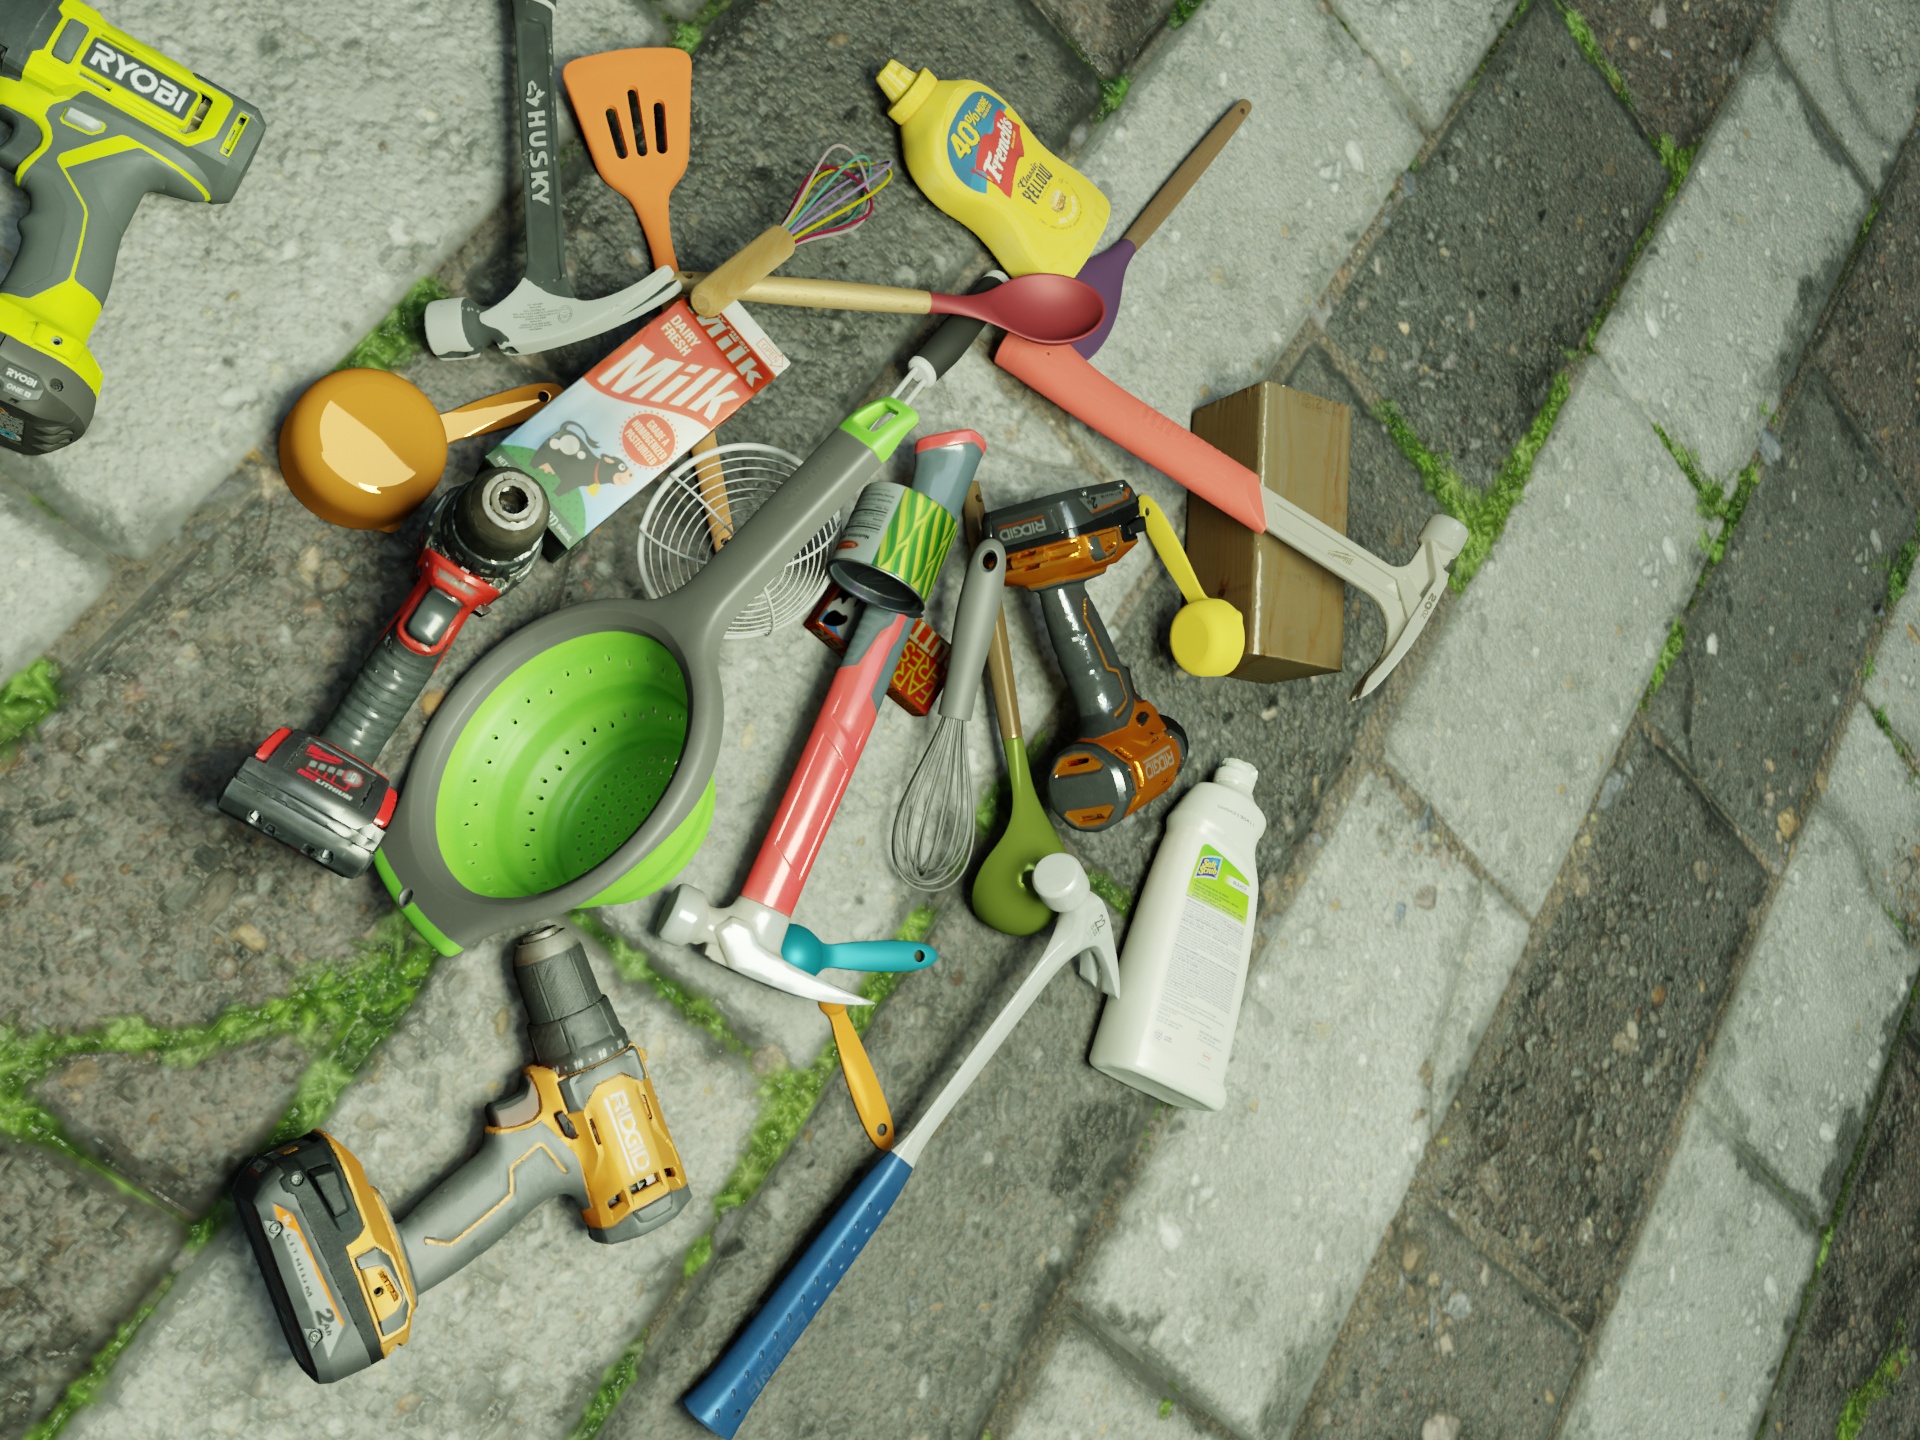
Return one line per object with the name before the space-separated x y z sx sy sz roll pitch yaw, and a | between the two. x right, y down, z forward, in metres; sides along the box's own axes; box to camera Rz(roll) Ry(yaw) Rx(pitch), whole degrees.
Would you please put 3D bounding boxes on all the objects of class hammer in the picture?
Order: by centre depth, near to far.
hammer | -0.254 -0.421 0.965 0.149 0.036 0.409 -5 81 4
hammer | -0.028 0.276 1.021 0.405 0.035 0.143 -51 142 -17
hammer | -0.053 -0.011 1.029 0.143 0.038 0.386 27 75 -17
hammer | 0.177 -0.166 1.136 0.359 0.036 0.149 33 81 2

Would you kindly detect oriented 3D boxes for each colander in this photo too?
colander | -0.153 -0.020 0.917 0.397 0.205 0.094 -47 141 -6

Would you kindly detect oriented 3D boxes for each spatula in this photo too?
spatula | -0.181 -0.259 1.013 0.081 0.041 0.322 -12 92 -14
spatula | 0.145 -0.381 1.230 0.059 0.018 0.316 44 66 -19

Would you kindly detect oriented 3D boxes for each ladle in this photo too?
ladle | -0.045 -0.280 1.057 0.315 0.031 0.069 -3 56 -27
ladle | 0.024 -0.010 1.113 0.078 0.062 0.320 -2 79 -38

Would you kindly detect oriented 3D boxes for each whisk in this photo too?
whisk | -0.109 -0.314 1.020 0.047 0.051 0.245 32 44 0
whisk | -0.001 -0.003 1.058 0.055 0.055 0.239 10 94 -29

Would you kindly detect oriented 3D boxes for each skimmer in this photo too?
skimmer | -0.076 -0.196 1.061 0.363 0.090 0.127 -57 131 -37

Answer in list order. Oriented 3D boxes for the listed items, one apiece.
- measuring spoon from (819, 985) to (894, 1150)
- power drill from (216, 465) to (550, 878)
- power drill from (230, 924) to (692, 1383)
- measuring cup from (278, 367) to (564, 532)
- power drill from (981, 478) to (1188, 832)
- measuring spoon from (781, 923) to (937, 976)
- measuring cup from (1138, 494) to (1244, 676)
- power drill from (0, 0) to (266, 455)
measuring spoon | -0.066 0.229 1.043 0.021 0.011 0.117 -23 96 -30
power drill | -0.293 -0.033 0.841 0.080 0.188 0.227 34 73 -19
power drill | -0.276 0.233 0.883 0.226 0.084 0.185 -21 95 -35
measuring cup | -0.304 -0.172 0.924 0.173 0.052 0.095 -26 98 -28
power drill | 0.101 -0.049 1.122 0.164 0.084 0.226 -22 99 -58
measuring spoon | -0.068 0.154 1.043 0.128 0.021 0.042 4 80 -29
measuring cup | 0.158 -0.102 1.174 0.029 0.062 0.157 -9 65 -36
power drill | -0.486 -0.267 0.818 0.171 0.080 0.223 26 68 -26
